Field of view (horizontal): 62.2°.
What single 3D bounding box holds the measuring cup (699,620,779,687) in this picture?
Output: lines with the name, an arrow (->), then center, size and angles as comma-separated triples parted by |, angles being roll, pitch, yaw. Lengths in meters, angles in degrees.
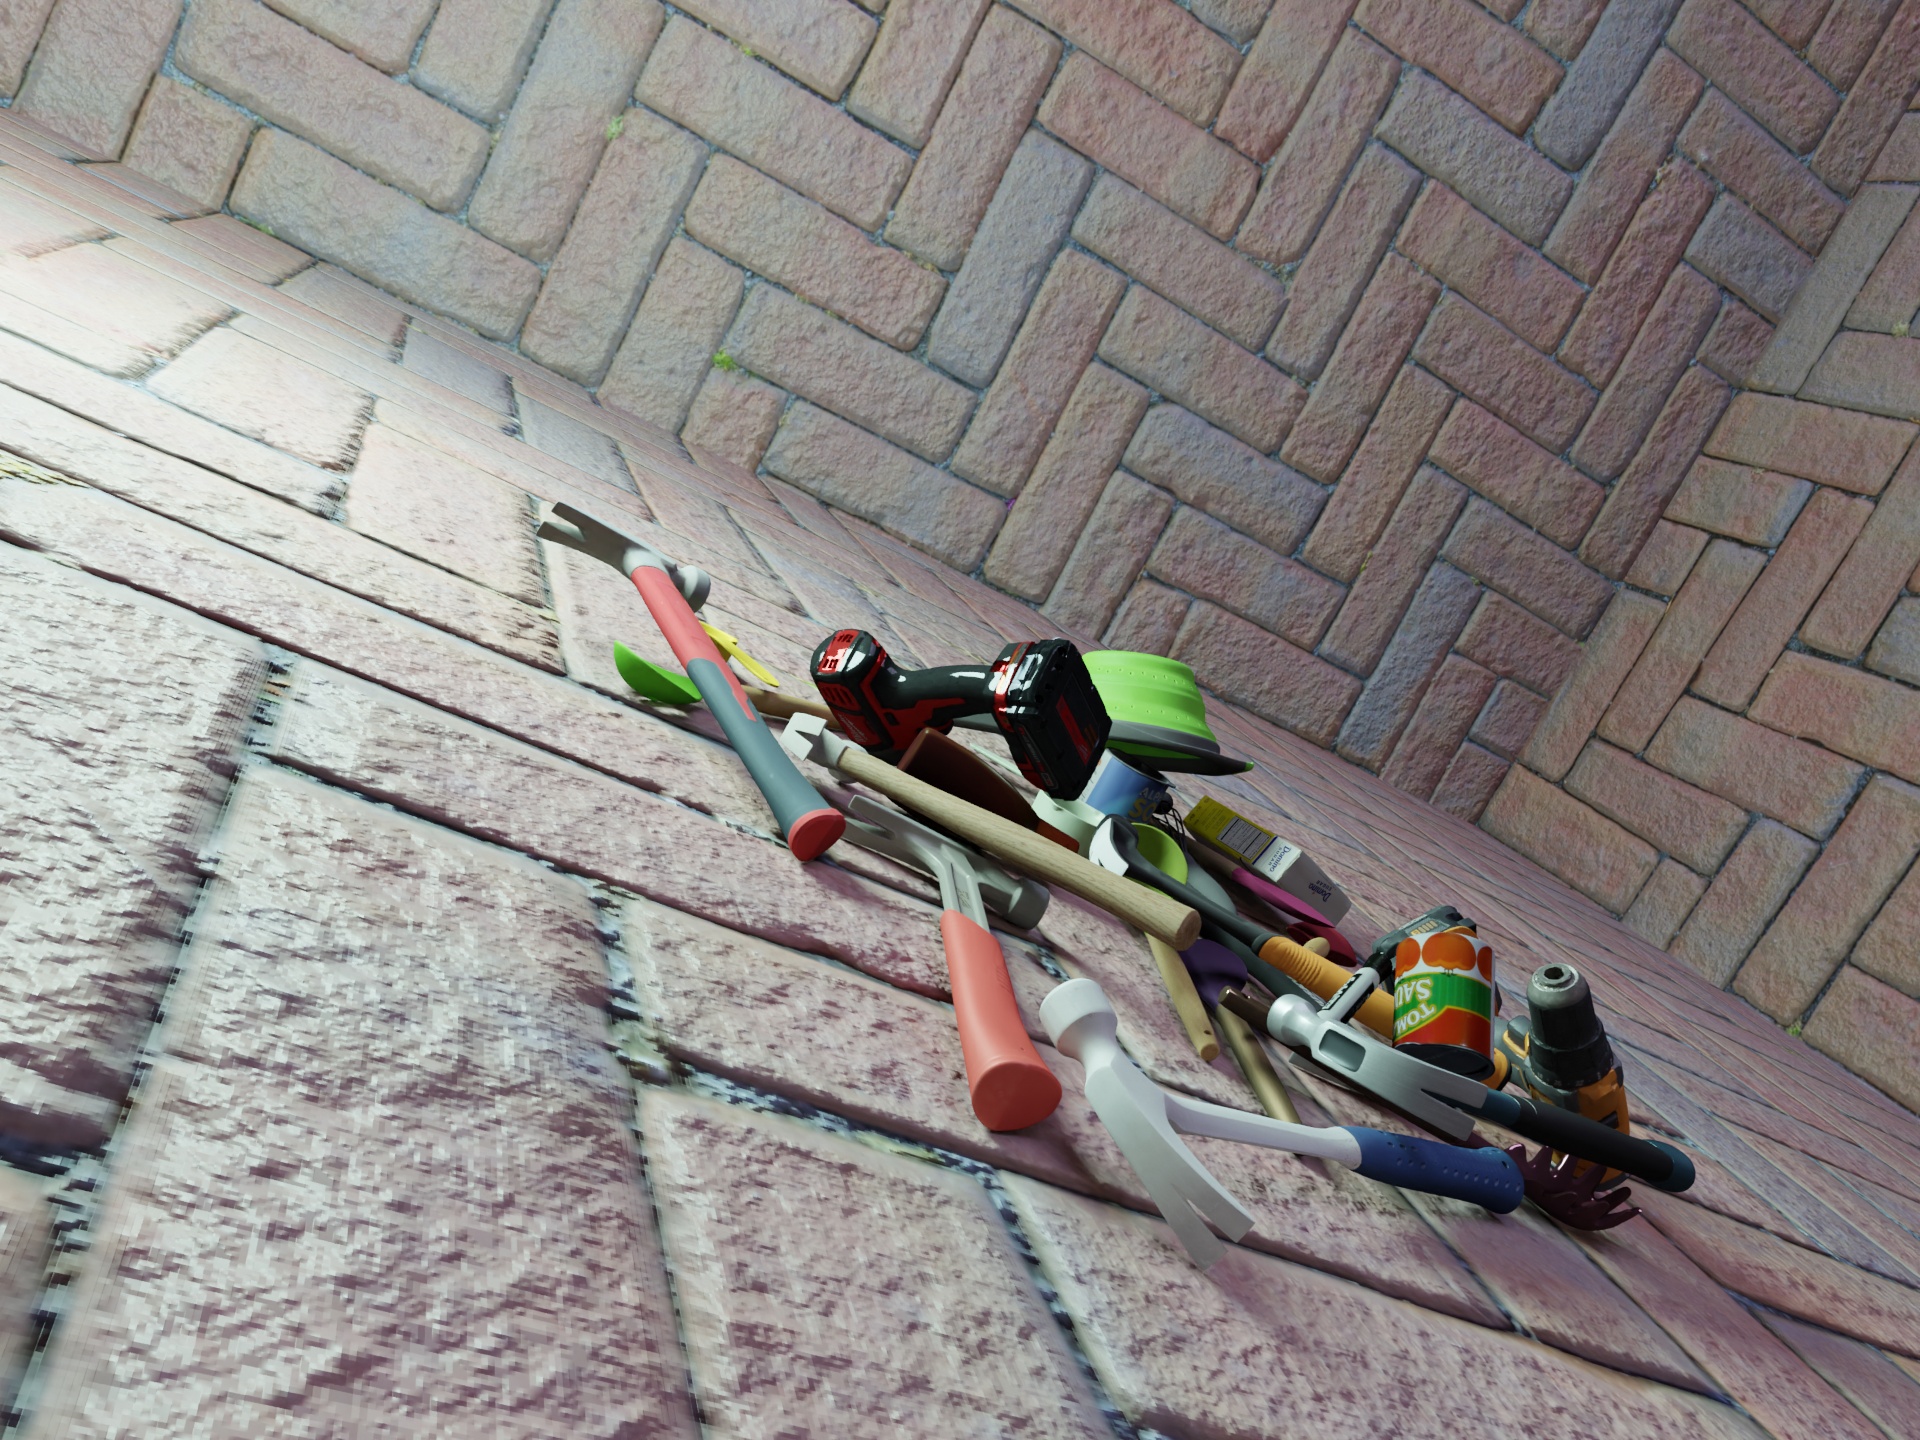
measuring cup -> -0.191, -0.047, 1.293 | 0.062, 0.029, 0.157 | 20, 10, -40

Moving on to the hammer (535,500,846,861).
hammer -> -0.181, -0.034, 1.091 | 0.143, 0.038, 0.387 | 27, 15, -40

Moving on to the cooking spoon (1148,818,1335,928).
cooking spoon -> 0.247, 0.138, 1.493 | 0.068, 0.017, 0.319 | 25, 3, -26

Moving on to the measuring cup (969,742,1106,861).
measuring cup -> 0.062, 0.071, 1.388 | 0.168, 0.038, 0.083 | 32, 10, 33

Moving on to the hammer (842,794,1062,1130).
hammer -> 0.000, 0.130, 0.903 | 0.149, 0.036, 0.359 | 27, 9, -9

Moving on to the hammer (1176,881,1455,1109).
hammer -> 0.231, 0.191, 1.237 | 0.146, 0.035, 0.335 | 23, 11, -33

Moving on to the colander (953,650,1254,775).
colander -> 0.084, -0.026, 1.506 | 0.397, 0.094, 0.204 | 10, -7, -11

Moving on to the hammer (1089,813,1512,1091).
hammer -> 0.240, 0.173, 1.119 | 0.337, 0.034, 0.127 | 30, 13, -2

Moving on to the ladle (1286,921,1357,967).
ladle -> 0.296, 0.189, 1.321 | 0.069, 0.031, 0.315 | 27, 2, 16

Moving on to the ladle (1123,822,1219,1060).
ladle -> 0.149, 0.153, 1.146 | 0.078, 0.062, 0.320 | 10, 15, -6

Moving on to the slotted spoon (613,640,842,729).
slotted spoon -> -0.163, -0.016, 1.245 | 0.070, 0.031, 0.313 | 34, 9, 29

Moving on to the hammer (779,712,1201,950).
hammer -> 0.012, 0.070, 1.069 | 0.331, 0.031, 0.130 | 25, -5, 29

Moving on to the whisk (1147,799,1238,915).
whisk -> 0.205, 0.129, 1.460 | 0.055, 0.055, 0.239 | 24, 14, -22

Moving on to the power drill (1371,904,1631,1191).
power drill -> 0.407, 0.223, 1.198 | 0.226, 0.084, 0.185 | 44, -22, 61

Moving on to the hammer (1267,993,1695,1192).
hammer -> 0.350, 0.247, 1.004 | 0.330, 0.033, 0.128 | 23, 0, -29

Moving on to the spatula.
spatula -> 0.186, 0.205, 1.062 | 0.059, 0.018, 0.316 | 0, 14, -4

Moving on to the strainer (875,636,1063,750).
strainer -> -0.001, -0.024, 1.410 | 0.258, 0.050, 0.087 | -26, 80, -32

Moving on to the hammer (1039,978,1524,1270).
hammer -> 0.206, 0.237, 0.864 | 0.405, 0.035, 0.144 | 23, 25, -43

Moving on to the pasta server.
pasta server -> 0.307, 0.253, 1.046 | 0.316, 0.040, 0.060 | 32, 17, -7

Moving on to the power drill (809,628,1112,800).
power drill -> -0.002, -0.004, 1.246 | 0.220, 0.079, 0.143 | 5, -38, 32
